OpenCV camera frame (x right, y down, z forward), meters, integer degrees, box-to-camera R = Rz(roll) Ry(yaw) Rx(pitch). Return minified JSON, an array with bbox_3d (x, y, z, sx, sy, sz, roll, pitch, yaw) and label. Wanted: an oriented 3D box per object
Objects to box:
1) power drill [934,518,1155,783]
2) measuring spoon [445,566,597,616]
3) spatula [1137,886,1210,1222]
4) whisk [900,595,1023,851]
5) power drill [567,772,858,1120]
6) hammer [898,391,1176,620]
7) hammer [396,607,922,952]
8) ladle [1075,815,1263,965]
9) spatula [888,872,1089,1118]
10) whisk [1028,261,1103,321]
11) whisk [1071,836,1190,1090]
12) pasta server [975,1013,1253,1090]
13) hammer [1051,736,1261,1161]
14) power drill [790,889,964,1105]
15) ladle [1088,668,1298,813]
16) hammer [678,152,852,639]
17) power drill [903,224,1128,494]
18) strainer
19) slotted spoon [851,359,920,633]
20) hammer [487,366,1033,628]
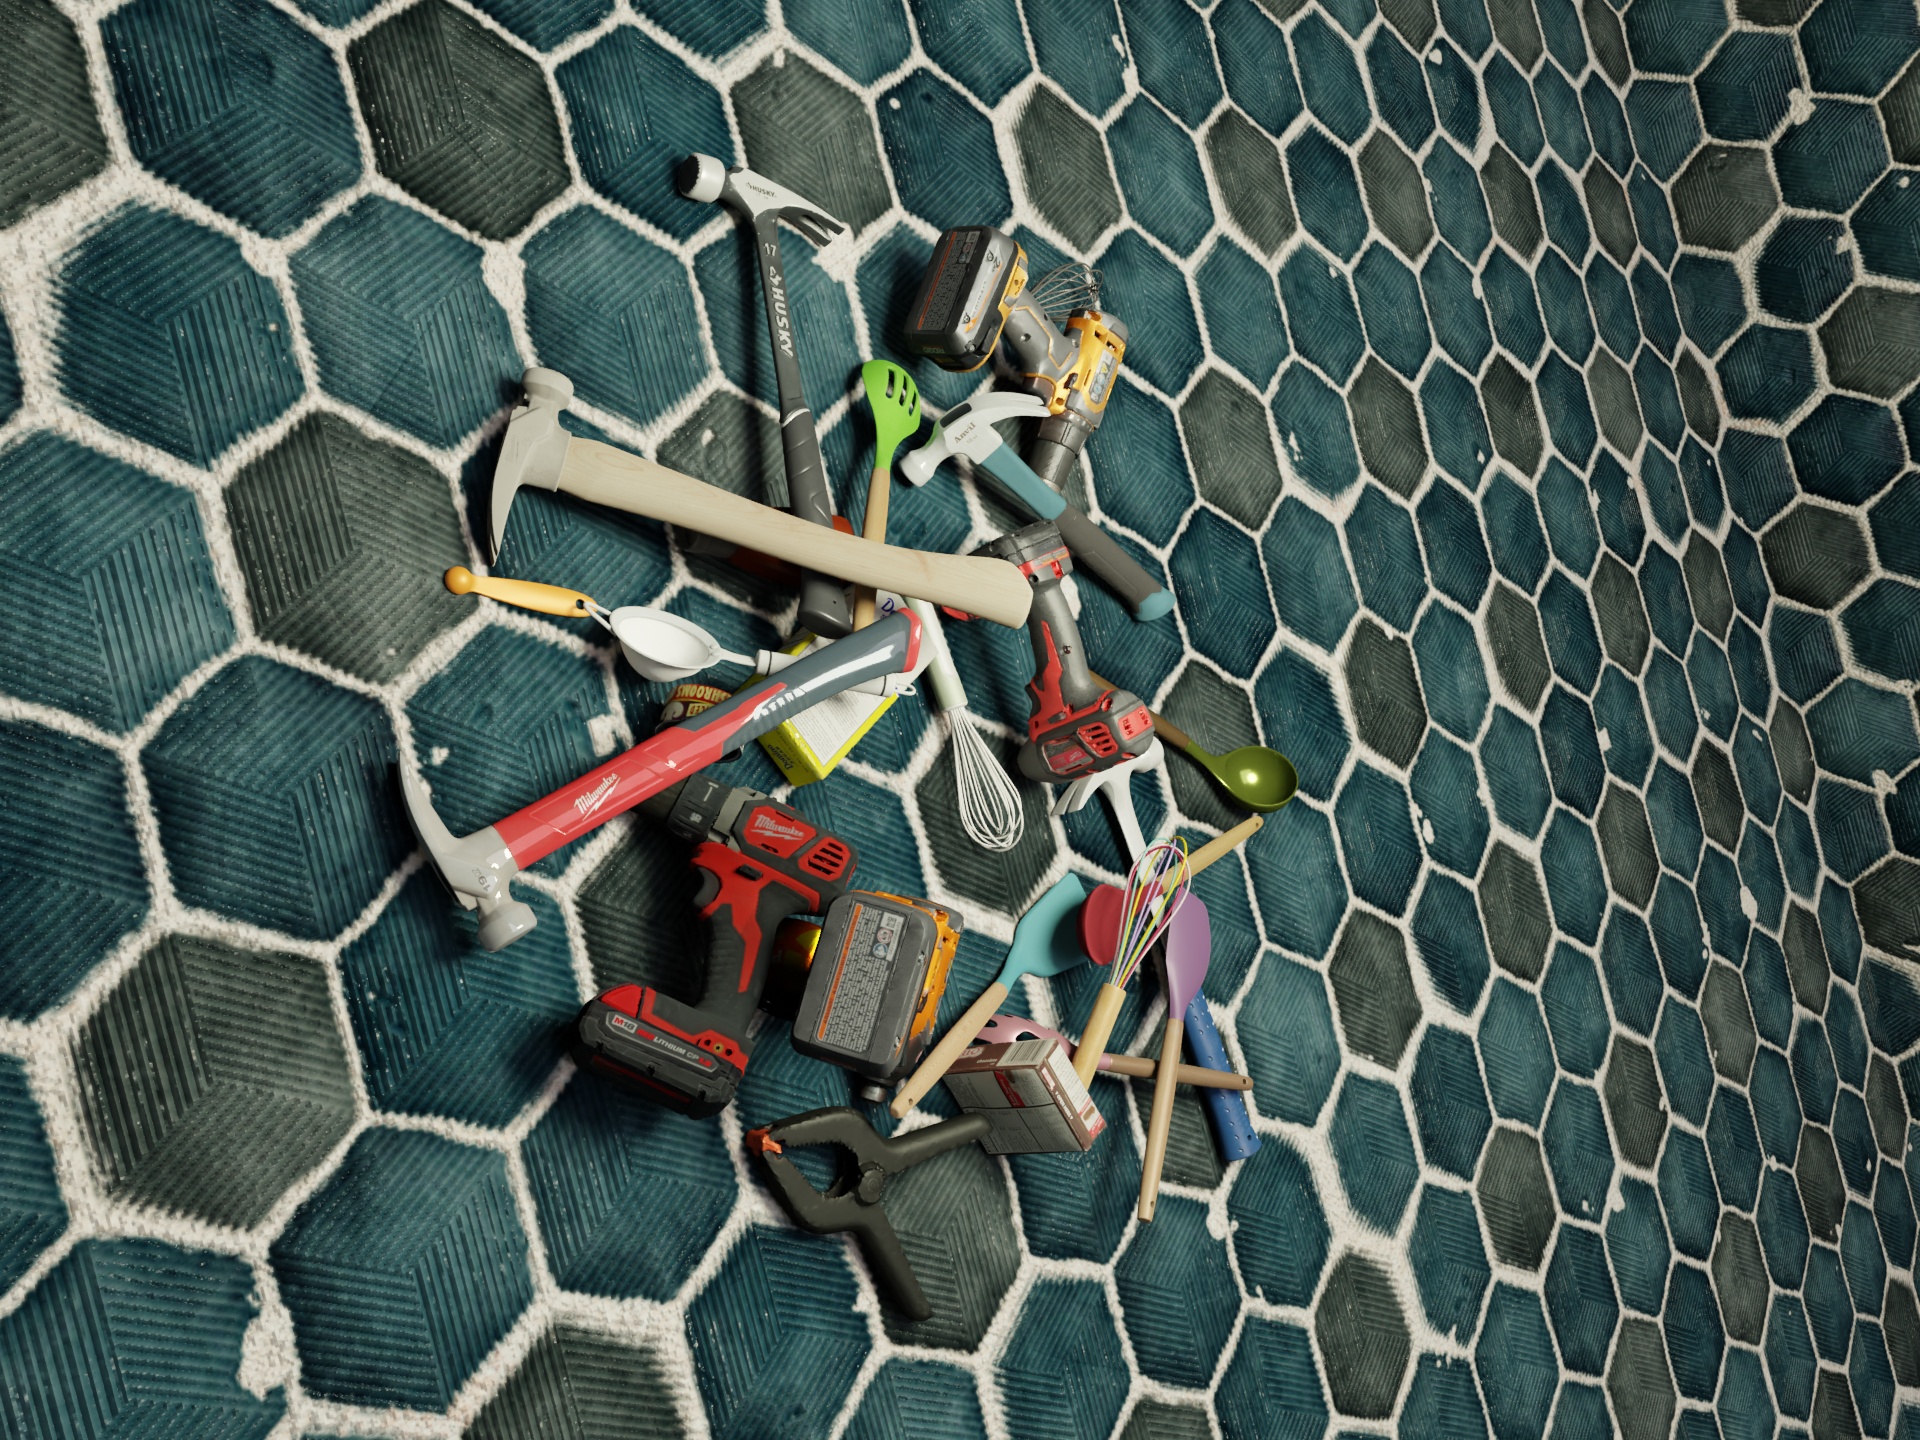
[{"bbox_3d":[0.066,-0.050,1.385,0.078,0.143,0.219,-27,92,-47],"label":"power drill"},{"bbox_3d":[-0.309,-0.091,1.130,0.116,0.011,0.021,11,73,-41],"label":"measuring spoon"},{"bbox_3d":[0.190,0.294,1.421,0.059,0.018,0.316,37,50,-28],"label":"spatula"},{"bbox_3d":[-0.002,-0.004,1.367,0.058,0.059,0.246,-17,87,-56],"label":"whisk"},{"bbox_3d":[-0.194,0.142,1.116,0.188,0.080,0.227,27,61,-5],"label":"power drill"},{"bbox_3d":[0.094,-0.186,1.475,0.330,0.128,0.033,36,19,-39],"label":"hammer"},{"bbox_3d":[-0.193,0.002,1.113,0.386,0.038,0.143,-31,88,-26],"label":"hammer"},{"bbox_3d":[0.197,0.145,1.476,0.315,0.031,0.069,-24,108,-45],"label":"ladle"},{"bbox_3d":[0.030,0.233,1.315,0.317,0.044,0.082,-40,111,-54],"label":"spatula"},{"bbox_3d":[0.056,-0.390,1.514,0.239,0.055,0.055,-31,101,-39],"label":"whisk"},{"bbox_3d":[0.141,0.209,1.363,0.051,0.047,0.245,41,68,-49],"label":"whisk"},{"bbox_3d":[0.143,0.307,1.414,0.316,0.040,0.060,17,69,-35],"label":"pasta server"},{"bbox_3d":[0.198,0.224,1.501,0.144,0.035,0.405,-23,96,-43],"label":"hammer"},{"bbox_3d":[-0.057,0.208,1.173,0.226,0.084,0.164,52,54,-78],"label":"power drill"},{"bbox_3d":[0.210,0.004,1.553,0.320,0.062,0.078,31,42,-30],"label":"ladle"},{"bbox_3d":[-0.133,-0.259,1.279,0.149,0.036,0.409,4,69,-42],"label":"hammer"},{"bbox_3d":[0.052,-0.320,1.447,0.226,0.084,0.185,26,82,-45],"label":"power drill"},{"bbox_3d":[-0.157,-0.042,1.193,0.258,0.050,0.087,10,27,-17],"label":"strainer"},{"bbox_3d":[-0.067,-0.184,1.320,0.070,0.031,0.314,33,49,-37],"label":"slotted spoon"},{"bbox_3d":[-0.140,-0.131,1.186,0.410,0.038,0.146,16,71,-17],"label":"hammer"}]
